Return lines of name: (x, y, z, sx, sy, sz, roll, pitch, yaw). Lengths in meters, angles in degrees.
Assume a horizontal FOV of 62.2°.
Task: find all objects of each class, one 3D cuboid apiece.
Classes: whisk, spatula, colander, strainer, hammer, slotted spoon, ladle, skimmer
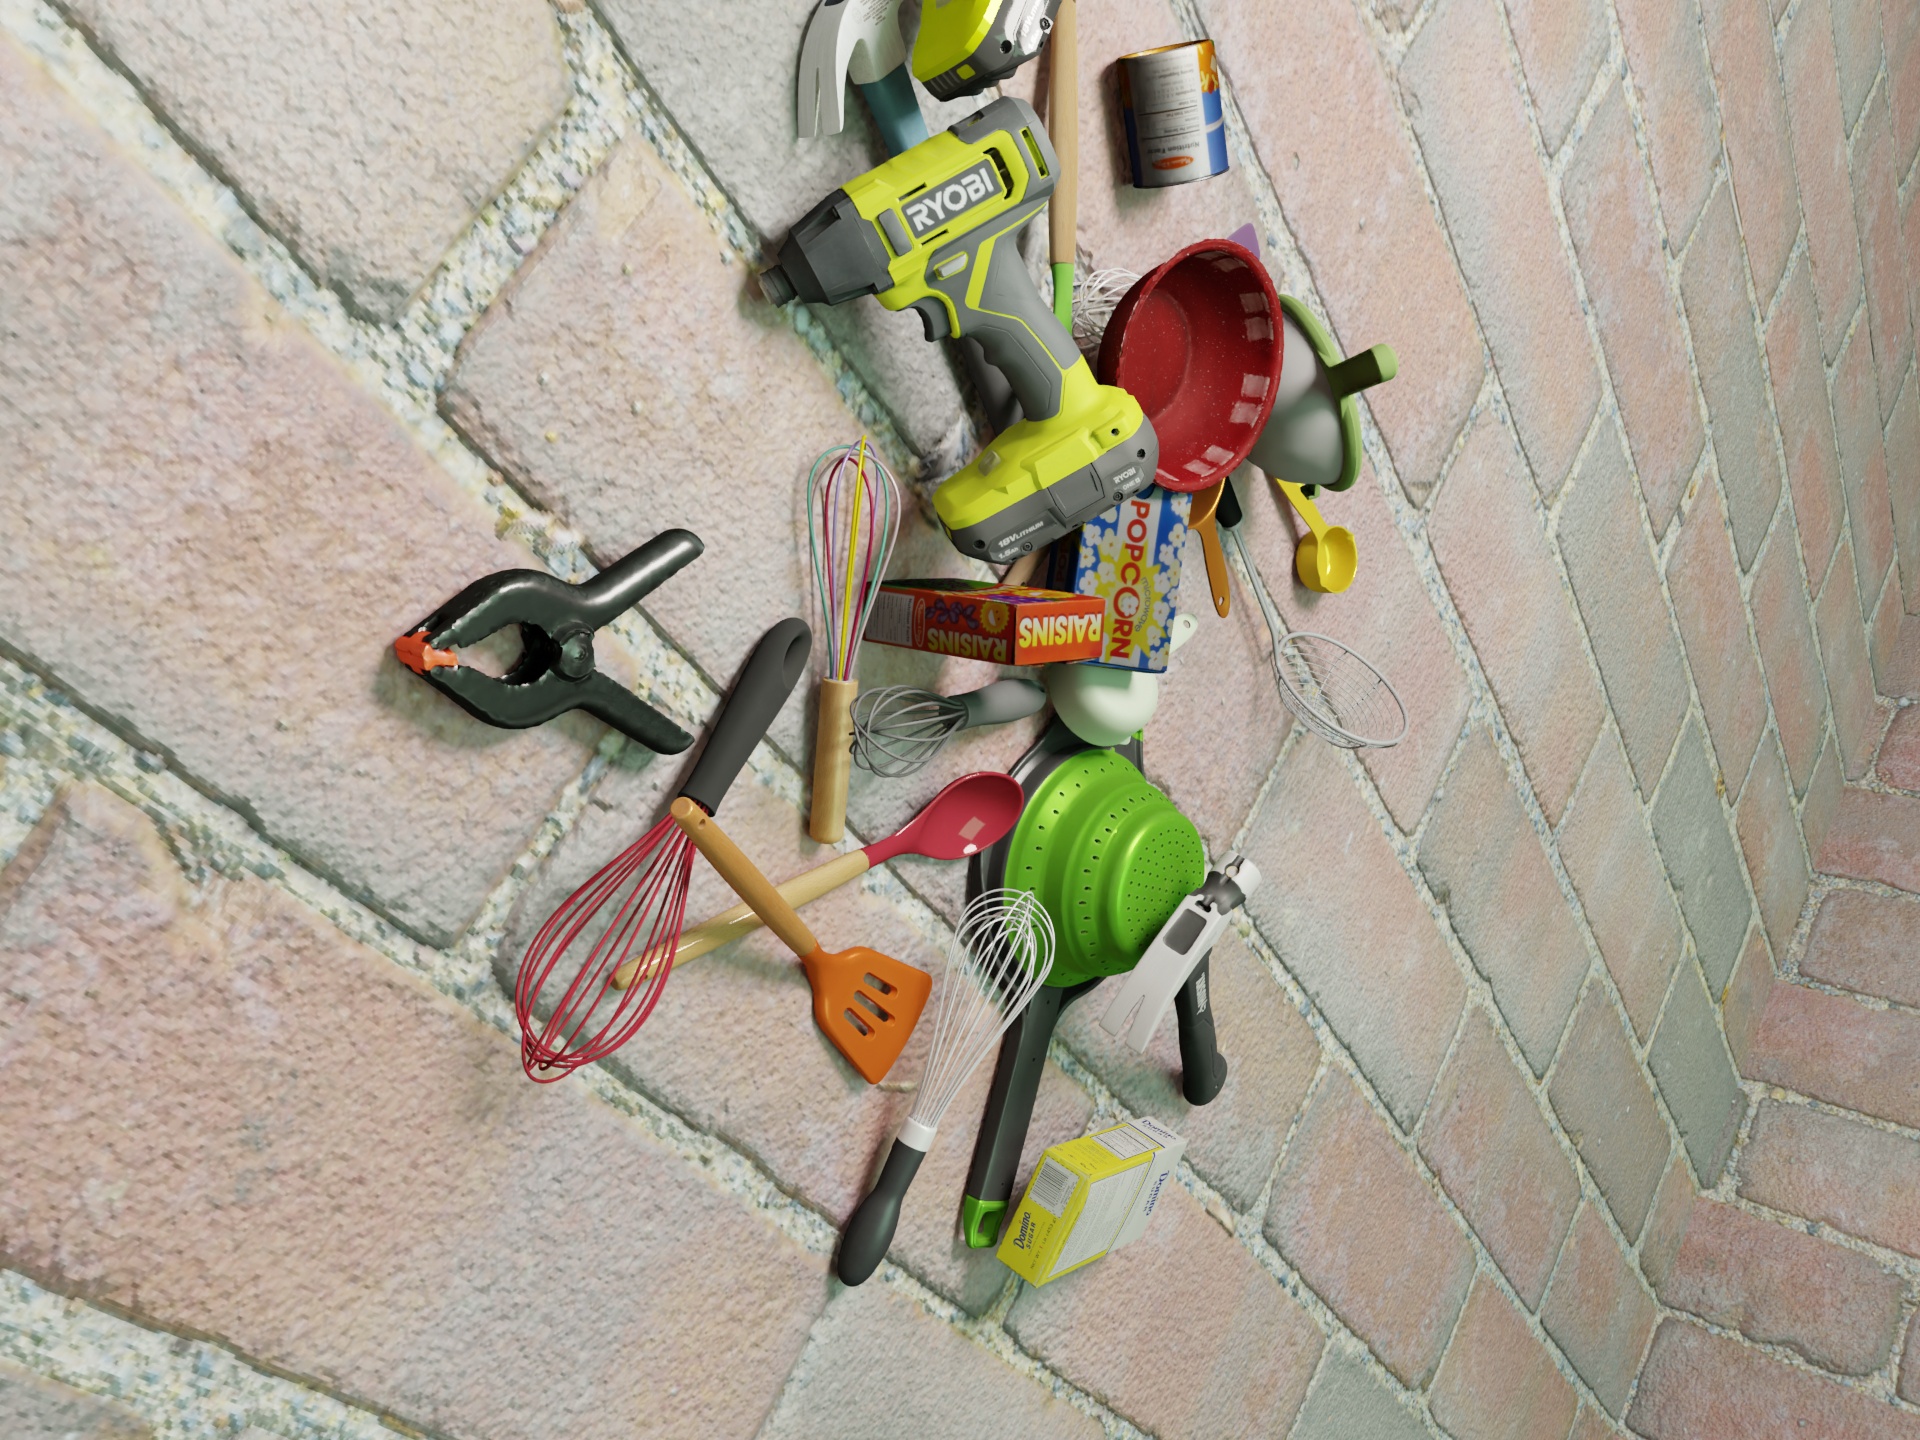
whisk: (-0.070, -0.045, 0.935, 0.051, 0.047, 0.245, -1, 104, -30)
spatula: (0.116, -0.210, 1.081, 0.316, 0.018, 0.059, -56, 150, -9)
colander: (0.087, 0.189, 1.124, 0.204, 0.094, 0.397, 17, 86, -48)
strainer: (0.233, -0.224, 1.108, 0.069, 0.256, 0.151, -22, 96, -2)
whisk: (0.151, -0.297, 1.124, 0.246, 0.058, 0.059, -23, 150, -46)
hammer: (-0.004, -0.280, 0.959, 0.128, 0.033, 0.330, -48, 131, -30)
slotted spoon: (0.065, -0.312, 1.006, 0.070, 0.031, 0.314, 1, 89, -59)
whisk: (-0.014, 0.241, 1.042, 0.070, 0.070, 0.284, 24, 91, -48)
ladle: (-0.079, 0.096, 0.969, 0.315, 0.031, 0.069, -23, 133, -40)
skimmer: (0.261, -0.119, 1.249, 0.127, 0.090, 0.362, -83, 150, -49)
spatula: (-0.091, 0.123, 0.918, 0.081, 0.041, 0.322, -60, 153, -19)
whisk: (-0.152, 0.062, 0.859, 0.073, 0.073, 0.296, 52, 55, -41)
hammer: (0.172, 0.226, 1.188, 0.146, 0.035, 0.334, -49, 153, -18)
whisk: (0.000, -0.003, 0.992, 0.239, 0.055, 0.055, -15, 110, -61)

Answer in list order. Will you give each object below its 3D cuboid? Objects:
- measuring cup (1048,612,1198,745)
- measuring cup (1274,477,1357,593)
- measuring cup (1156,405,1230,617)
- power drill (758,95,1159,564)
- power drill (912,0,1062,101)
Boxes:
measuring cup: (0.131, -0.044, 1.132, 0.167, 0.038, 0.083, -36, 90, -38)
measuring cup: (0.279, -0.168, 1.314, 0.156, 0.029, 0.062, 51, 61, -28)
measuring cup: (0.157, -0.149, 1.156, 0.095, 0.052, 0.173, -45, 131, -32)
power drill: (0.005, -0.209, 0.899, 0.171, 0.080, 0.223, -29, 117, 1)
power drill: (-0.054, -0.423, 0.811, 0.228, 0.080, 0.190, 26, 78, -31)
